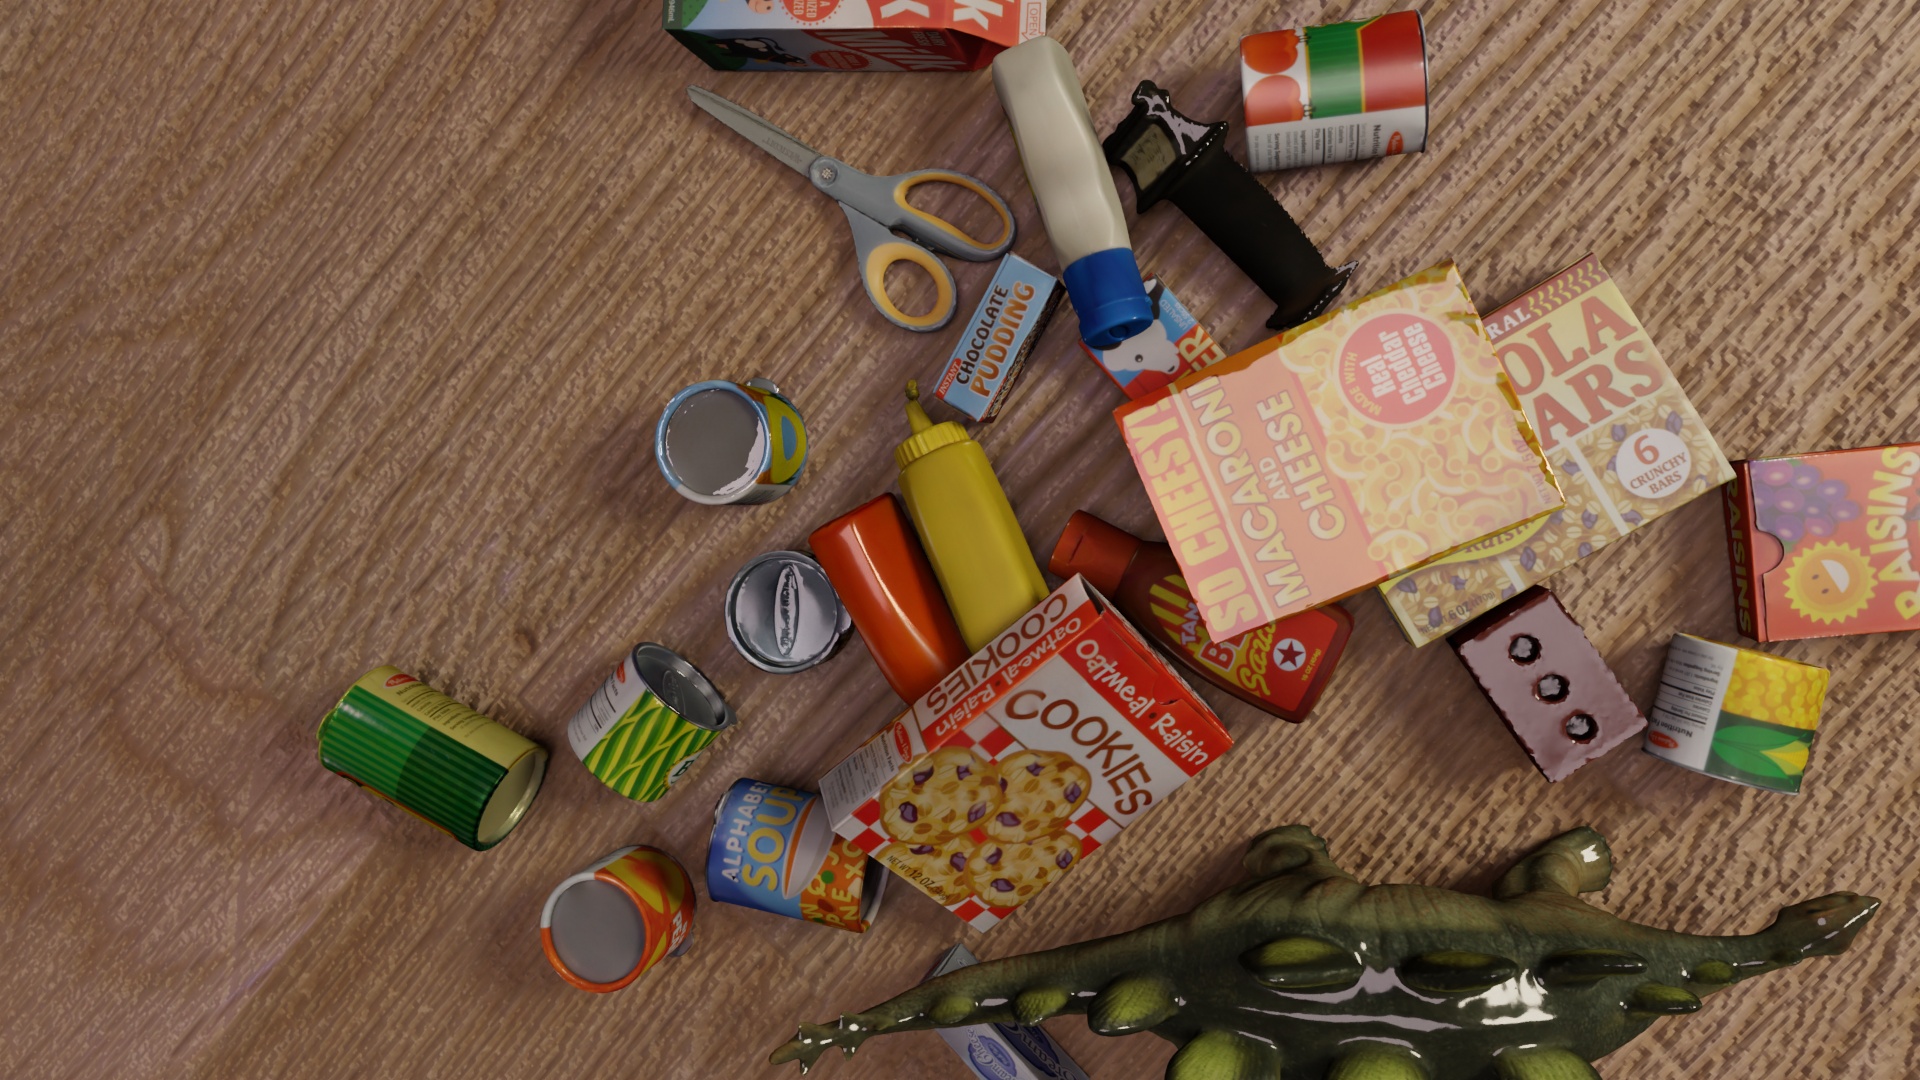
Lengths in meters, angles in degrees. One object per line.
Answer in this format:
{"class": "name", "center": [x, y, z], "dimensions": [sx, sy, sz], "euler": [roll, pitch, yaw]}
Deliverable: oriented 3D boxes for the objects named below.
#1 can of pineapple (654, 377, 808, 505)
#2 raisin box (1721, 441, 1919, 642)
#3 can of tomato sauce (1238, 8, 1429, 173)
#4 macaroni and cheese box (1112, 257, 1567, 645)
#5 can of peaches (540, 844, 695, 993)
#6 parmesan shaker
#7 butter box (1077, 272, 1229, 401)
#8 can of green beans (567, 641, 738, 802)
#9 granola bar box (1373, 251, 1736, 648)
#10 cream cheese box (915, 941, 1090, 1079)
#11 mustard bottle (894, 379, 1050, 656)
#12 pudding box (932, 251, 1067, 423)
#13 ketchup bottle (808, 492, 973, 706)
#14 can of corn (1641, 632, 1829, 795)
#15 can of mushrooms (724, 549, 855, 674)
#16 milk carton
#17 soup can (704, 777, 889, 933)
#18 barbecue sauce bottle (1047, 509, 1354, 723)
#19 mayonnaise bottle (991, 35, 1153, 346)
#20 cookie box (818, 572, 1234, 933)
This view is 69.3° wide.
{"class": "can of pineapple", "center": [-0.122, -0.053, 0.741], "dimensions": [0.071, 0.058, 0.071], "euler": [0, 91, 12]}
{"class": "raisin box", "center": [0.424, -0.001, 0.636], "dimensions": [0.123, 0.040, 0.086], "euler": [-6, 91, 13]}
{"class": "can of tomato sauce", "center": [0.179, -0.217, 0.670], "dimensions": [0.083, 0.071, 0.071], "euler": [-4, 91, 13]}
{"class": "macaroni and cheese box", "center": [0.172, -0.038, 0.647], "dimensions": [0.166, 0.040, 0.124], "euler": [-24, 83, 12]}
{"class": "can of peaches", "center": [-0.185, 0.208, 0.760], "dimensions": [0.071, 0.058, 0.071], "euler": [0, 91, 12]}
{"class": "parmesan shaker", "center": [-0.294, 0.122, 0.774], "dimensions": [0.103, 0.071, 0.071], "euler": [26, 97, 10]}
{"class": "butter box", "center": [0.113, -0.081, 0.708], "dimensions": [0.053, 0.024, 0.103], "euler": [-42, 83, 9]}
{"class": "can of green beans", "center": [-0.168, 0.098, 0.750], "dimensions": [0.071, 0.071, 0.057], "euler": [44, 100, 8]}
{"class": "granola bar box", "center": [0.259, -0.042, 0.670], "dimensions": [0.165, 0.039, 0.124], "euler": [-31, 84, 11]}
{"class": "cream cheese box", "center": [0.021, 0.260, 0.720], "dimensions": [0.104, 0.053, 0.024], "euler": [46, 102, 7]}
{"class": "mustard bottle", "center": [0.003, -0.009, 0.715], "dimensions": [0.049, 0.065, 0.160], "euler": [-25, 81, 8]}
{"class": "pudding box", "center": [0.020, -0.103, 0.714], "dimensions": [0.030, 0.050, 0.083], "euler": [30, 97, 8]}
{"class": "ketchup bottle", "center": [-0.023, 0.050, 0.722], "dimensions": [0.043, 0.065, 0.148], "euler": [-27, 94, 24]}
{"class": "can of corn", "center": [0.358, 0.079, 0.639], "dimensions": [0.071, 0.071, 0.058], "euler": [14, 94, 11]}
{"class": "can of mushrooms", "center": [-0.088, 0.038, 0.748], "dimensions": [0.071, 0.033, 0.071], "euler": [0, 91, 12]}
{"class": "milk carton", "center": [-0.049, -0.286, 0.712], "dimensions": [0.190, 0.073, 0.072], "euler": [3, 92, 11]}
{"class": "soup can", "center": [-0.084, 0.164, 0.731], "dimensions": [0.084, 0.071, 0.071], "euler": [9, 94, 11]}
{"class": "barbecue sauce bottle", "center": [0.117, 0.032, 0.700], "dimensions": [0.149, 0.044, 0.064], "euler": [27, 96, 10]}
{"class": "mayonnaise bottle", "center": [0.056, -0.171, 0.690], "dimensions": [0.041, 0.065, 0.148], "euler": [-19, 80, 13]}
{"class": "cookie box", "center": [0.034, 0.110, 0.686], "dimensions": [0.167, 0.040, 0.122], "euler": [-39, 125, 10]}
